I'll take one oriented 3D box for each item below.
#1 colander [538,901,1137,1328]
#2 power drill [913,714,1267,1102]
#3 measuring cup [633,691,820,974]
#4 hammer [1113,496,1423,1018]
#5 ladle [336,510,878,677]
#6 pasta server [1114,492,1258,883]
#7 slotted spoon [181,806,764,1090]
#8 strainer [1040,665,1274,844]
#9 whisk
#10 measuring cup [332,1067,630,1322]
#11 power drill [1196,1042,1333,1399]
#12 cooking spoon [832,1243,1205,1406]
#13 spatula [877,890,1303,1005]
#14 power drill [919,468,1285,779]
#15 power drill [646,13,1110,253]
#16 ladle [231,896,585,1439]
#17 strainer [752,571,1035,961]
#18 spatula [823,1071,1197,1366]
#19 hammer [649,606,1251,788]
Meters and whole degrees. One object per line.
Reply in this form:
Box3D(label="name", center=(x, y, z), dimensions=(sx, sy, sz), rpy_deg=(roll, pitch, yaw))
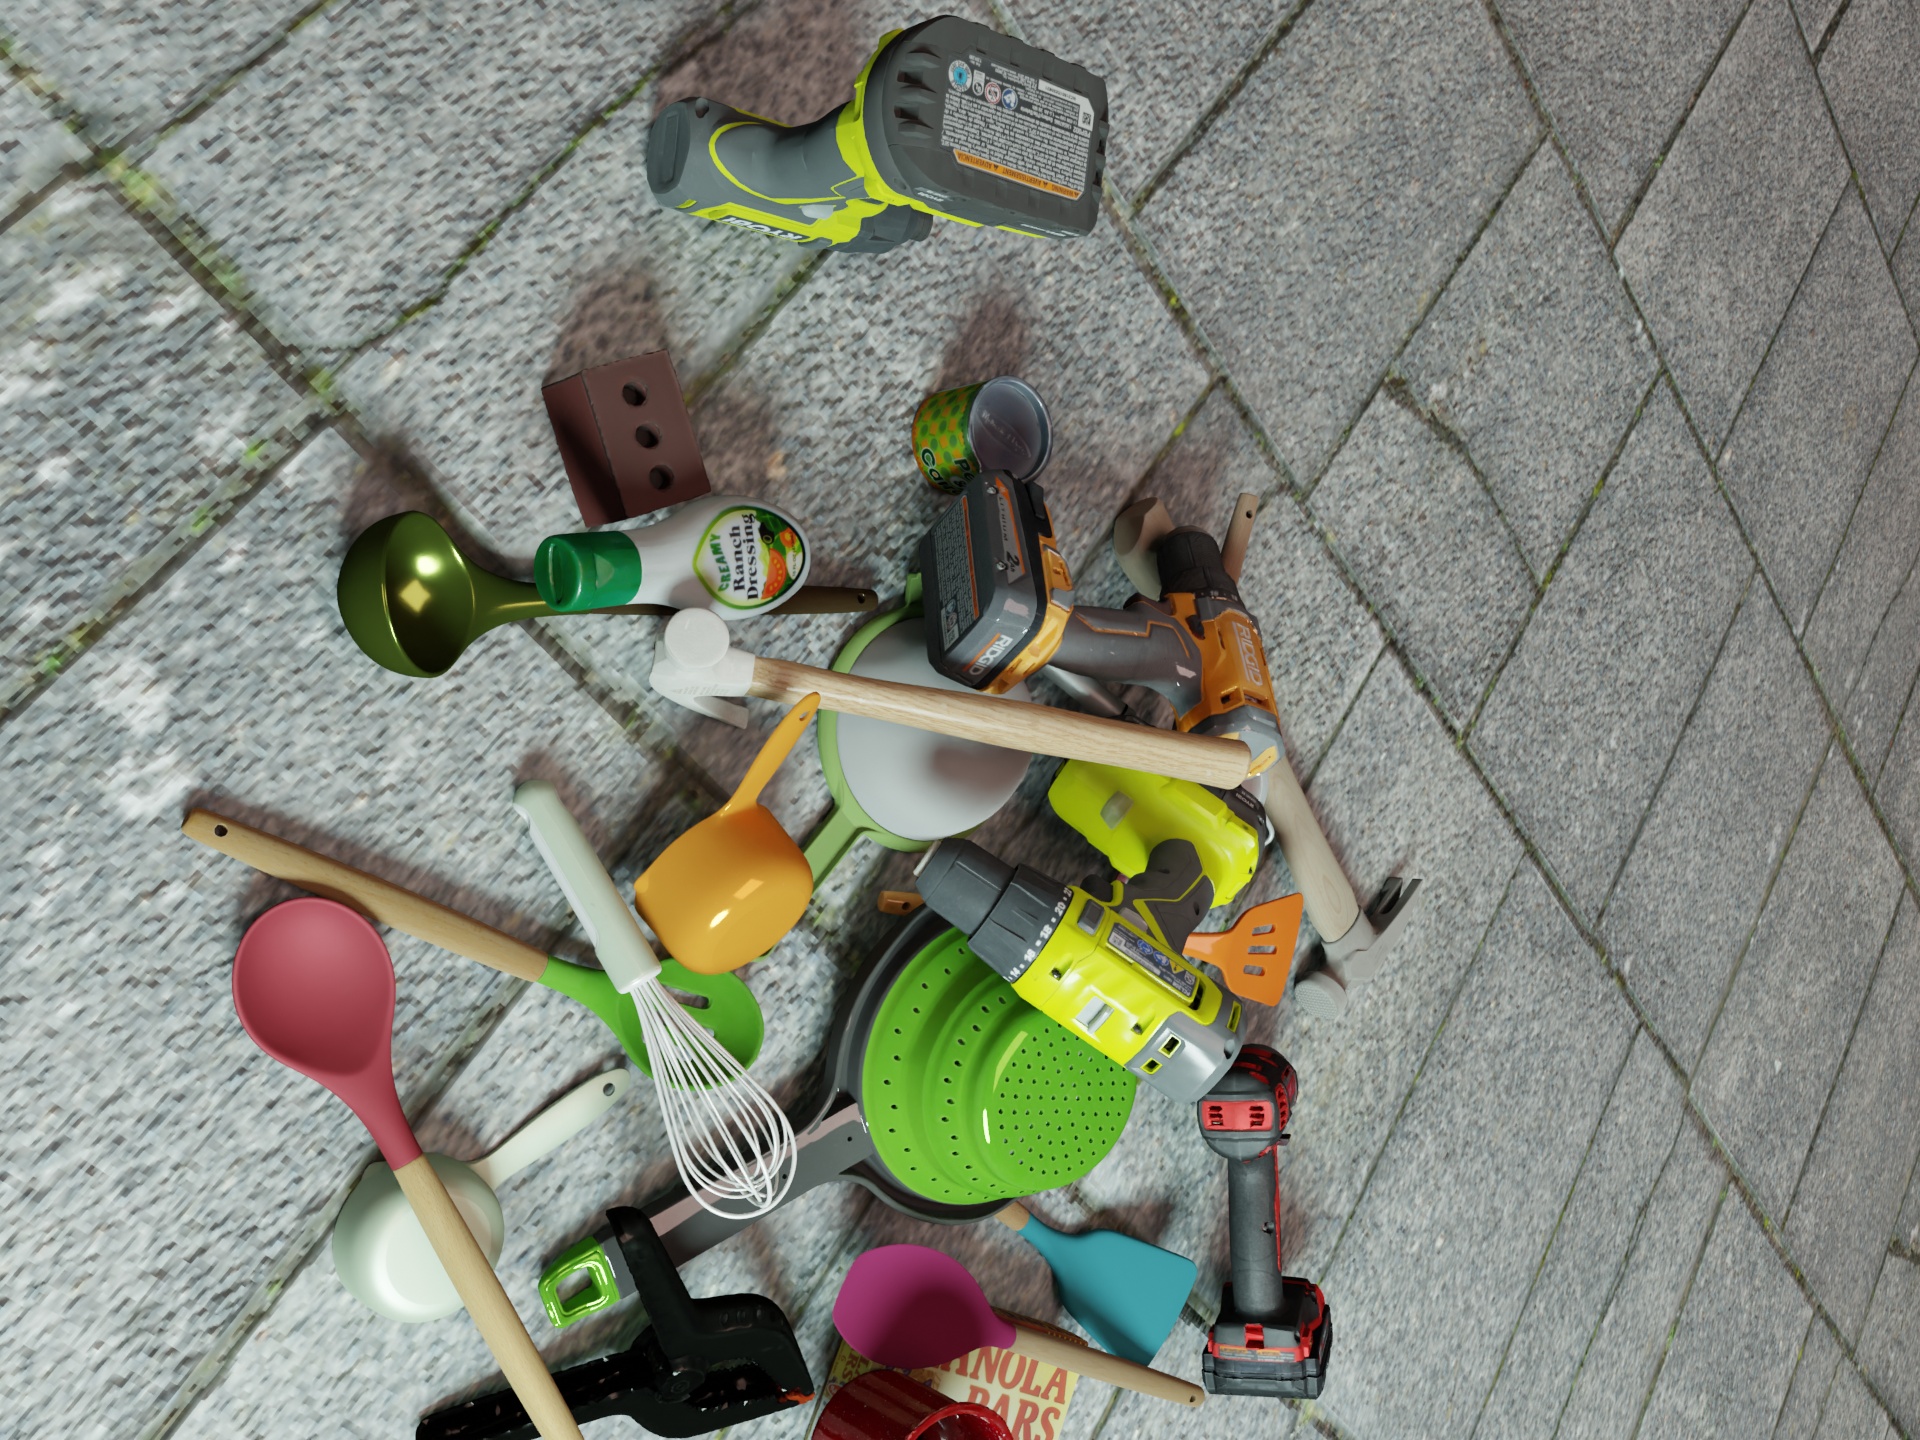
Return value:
Box3D(label="colander", center=(-0.033, 0.231, 0.874), dimensions=(0.397, 0.094, 0.204), rpy_deg=(-24, 109, -28))
Box3D(label="power drill", center=(0.084, 0.090, 0.910), dimensions=(0.190, 0.080, 0.229), rpy_deg=(35, 32, 0))
Box3D(label="measuring cup", center=(-0.099, 0.062, 0.810), dimensions=(0.095, 0.173, 0.052), rpy_deg=(-13, 55, -50))
Box3D(label="hammer", center=(0.221, 0.017, 1.148), dimensions=(0.146, 0.038, 0.410), rpy_deg=(-44, 116, -32))
Box3D(label="ladle", center=(-0.163, -0.064, 0.825), dimensions=(0.320, 0.062, 0.078), rpy_deg=(-4, 90, -42))
Box3D(label="pasta server", center=(0.155, 0.003, 1.062), dimensions=(0.060, 0.040, 0.316), rpy_deg=(14, 92, -27))
Box3D(label="slotted spoon", center=(-0.230, 0.111, 0.789), dimensions=(0.313, 0.031, 0.070), rpy_deg=(31, 63, -33))
Box3D(label="strainer", center=(0.109, 0.006, 1.016), dimensions=(0.258, 0.050, 0.087), rpy_deg=(39, 96, -9))
Box3D(label="whisk", center=(-0.157, 0.137, 0.797), dimensions=(0.059, 0.058, 0.246), rpy_deg=(-30, 87, -24))
Box3D(label="measuring cup", center=(-0.225, 0.227, 0.785), dimensions=(0.167, 0.038, 0.083), rpy_deg=(-35, 111, -31))
Box3D(label="power drill", center=(0.206, 0.335, 1.093), dimensions=(0.143, 0.078, 0.220), rpy_deg=(-3, 88, -73))
Box3D(label="cooking spoon", center=(0.046, 0.380, 0.967), dimensions=(0.318, 0.017, 0.069), rpy_deg=(32, 78, -34))
Box3D(label="spatula", center=(0.094, 0.134, 1.018), dimensions=(0.322, 0.041, 0.081), rpy_deg=(11, 94, -24))
Box3D(label="power drill", center=(0.089, -0.072, 0.957), dimensions=(0.226, 0.084, 0.186), rpy_deg=(19, 46, -28))
Box3D(label="power drill", center=(-0.035, -0.285, 0.819), dimensions=(0.171, 0.223, 0.080), rpy_deg=(3, 96, -39))
Box3D(label="ladle", center=(-0.240, 0.225, 0.732), dimensions=(0.069, 0.031, 0.315), rpy_deg=(-29, 93, -30))
Box3D(label="strainer", center=(-0.035, 0.041, 0.918), dimensions=(0.256, 0.069, 0.151), rpy_deg=(-51, 120, -28))
Box3D(label="spatula", center=(0.029, 0.300, 0.989), dimensions=(0.317, 0.044, 0.082), rpy_deg=(44, 70, -29))
Box3D(label="hammer", center=(-0.001, -0.003, 0.856), dimensions=(0.331, 0.130, 0.031), rpy_deg=(10, 77, -14))
